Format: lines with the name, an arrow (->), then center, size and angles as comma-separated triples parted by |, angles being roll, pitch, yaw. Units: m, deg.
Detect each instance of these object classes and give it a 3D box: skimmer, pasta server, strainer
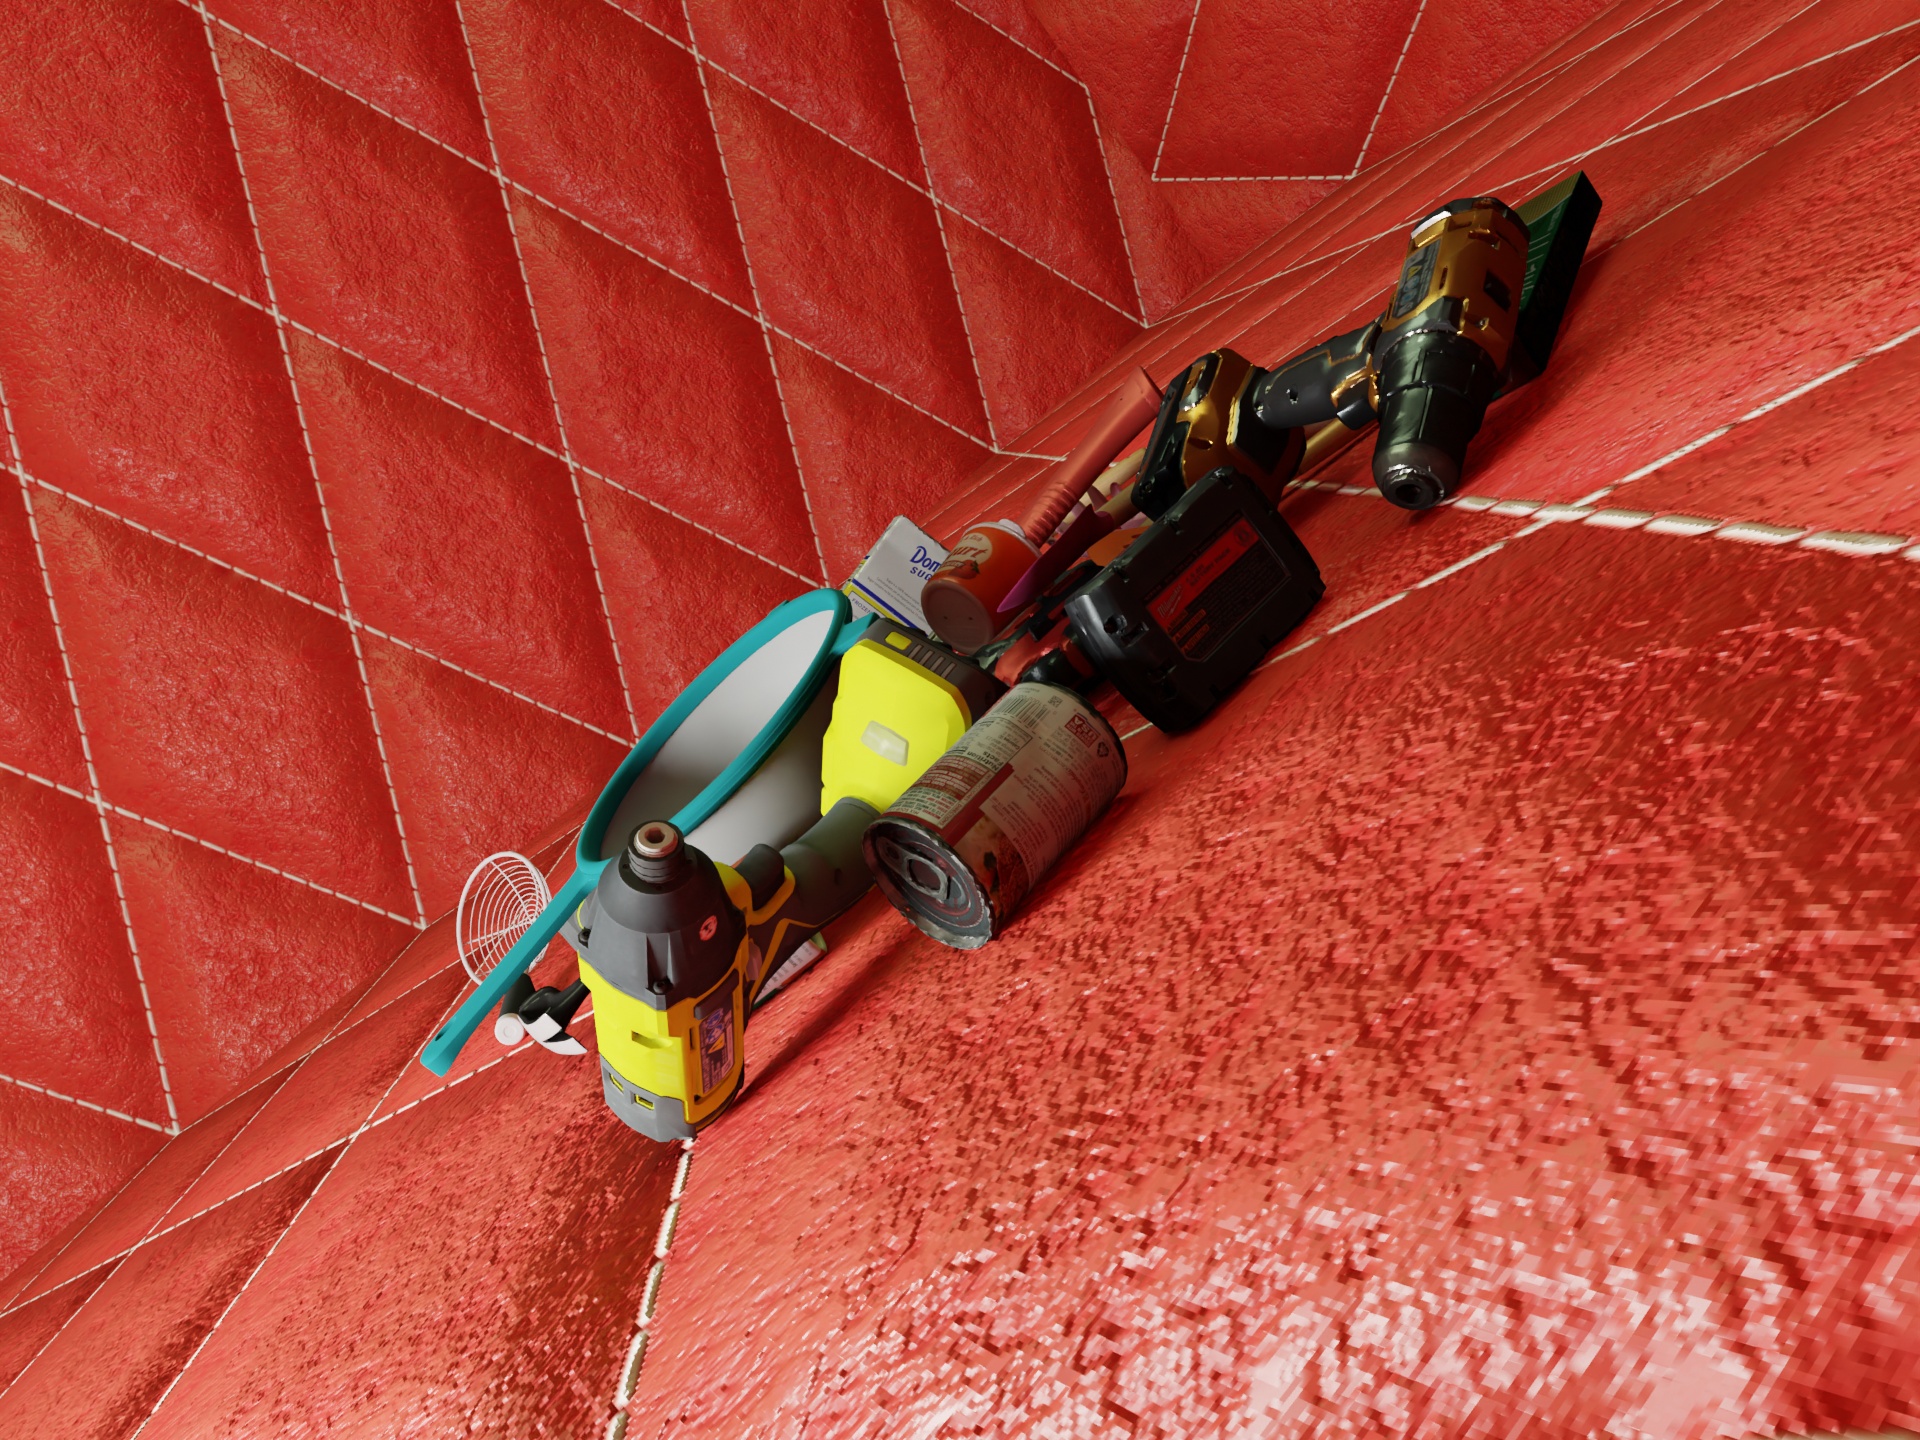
skimmer -> -0.398, 0.201, 1.350 | 0.363, 0.090, 0.127 | -149, 78, -77
pasta server -> 0.184, -0.182, 1.112 | 0.316, 0.040, 0.060 | -23, 33, 41
strainer -> -0.152, 0.080, 0.887 | 0.340, 0.095, 0.211 | -50, 20, -9

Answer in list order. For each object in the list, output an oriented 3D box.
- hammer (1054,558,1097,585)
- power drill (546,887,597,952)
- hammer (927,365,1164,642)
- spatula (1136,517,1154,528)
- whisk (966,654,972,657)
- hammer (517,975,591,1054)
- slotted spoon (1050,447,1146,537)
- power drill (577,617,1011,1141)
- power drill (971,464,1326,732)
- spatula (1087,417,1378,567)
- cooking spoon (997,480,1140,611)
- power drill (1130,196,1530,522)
hammer -> 0.039, -0.091, 1.268 | 0.146, 0.035, 0.335 | -42, 11, -17
power drill -> -0.217, 0.101, 1.200 | 0.190, 0.080, 0.228 | -42, 8, -18
hammer -> 0.030, -0.119, 1.168 | 0.359, 0.036, 0.149 | -51, 28, -13
spatula -> 0.119, -0.119, 1.080 | 0.316, 0.018, 0.060 | -43, -1, 8
whisk -> 0.072, -0.061, 0.995 | 0.246, 0.058, 0.059 | -39, -24, -33
hammer -> -0.157, 0.079, 1.040 | 0.337, 0.034, 0.127 | -49, 12, -18
slotted spoon -> 0.025, -0.125, 1.295 | 0.313, 0.031, 0.070 | -35, 13, 15
power drill -> -0.071, 0.058, 0.694 | 0.223, 0.080, 0.171 | -44, -27, -38
power drill -> 0.057, -0.027, 0.808 | 0.188, 0.080, 0.226 | -42, 8, -23
spatula -> 0.224, -0.181, 0.996 | 0.322, 0.041, 0.081 | -36, 23, 5
cooking spoon -> 0.094, -0.124, 0.948 | 0.068, 0.017, 0.319 | -50, -5, 32
power drill -> 0.193, -0.158, 0.849 | 0.226, 0.084, 0.185 | -25, 37, 51
